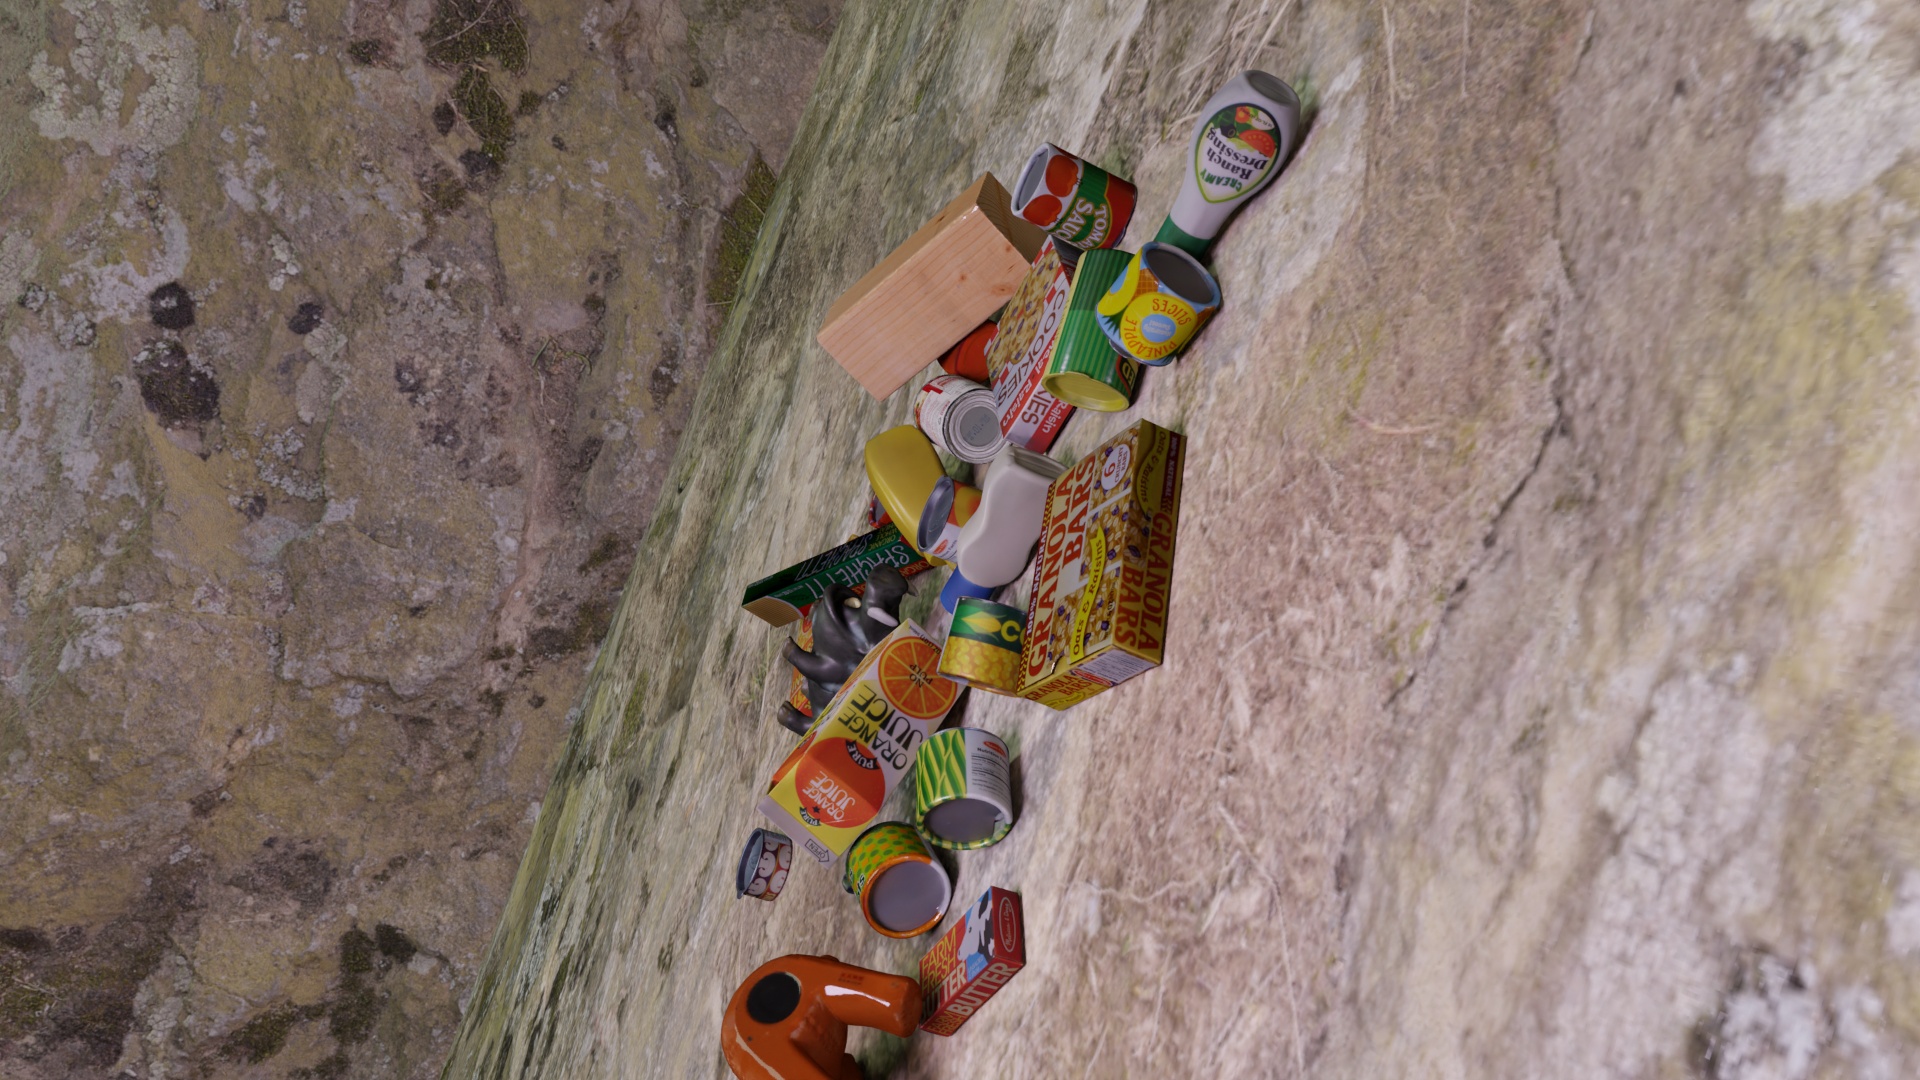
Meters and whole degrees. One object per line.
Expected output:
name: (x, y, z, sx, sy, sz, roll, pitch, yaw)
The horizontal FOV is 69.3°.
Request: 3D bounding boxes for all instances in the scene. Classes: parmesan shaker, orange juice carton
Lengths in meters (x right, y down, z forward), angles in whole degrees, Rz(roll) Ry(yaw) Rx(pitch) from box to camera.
parmesan shaker: (0.105, -0.155, 1.016, 0.071, 0.071, 0.103, -12, 59, 67)
orange juice carton: (-0.076, 0.157, 1.064, 0.194, 0.072, 0.072, -53, 6, -39)

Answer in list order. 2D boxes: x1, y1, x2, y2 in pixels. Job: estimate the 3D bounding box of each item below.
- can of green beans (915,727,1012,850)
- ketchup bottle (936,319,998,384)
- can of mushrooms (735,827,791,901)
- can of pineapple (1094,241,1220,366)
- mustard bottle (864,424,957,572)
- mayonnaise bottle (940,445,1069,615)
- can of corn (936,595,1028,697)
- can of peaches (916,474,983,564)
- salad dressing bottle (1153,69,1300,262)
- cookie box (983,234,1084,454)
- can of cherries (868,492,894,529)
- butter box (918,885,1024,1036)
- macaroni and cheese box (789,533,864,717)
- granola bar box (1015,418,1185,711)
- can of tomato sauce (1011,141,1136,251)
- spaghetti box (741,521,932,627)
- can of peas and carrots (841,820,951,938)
can of green beans: (0.002, 0.172, 0.959, 0.071, 0.071, 0.058, -53, 26, 37)
ketchup bottle: (0.000, -0.192, 1.359, 0.064, 0.043, 0.149, -58, 21, 4)
can of mushrooms: (-0.194, 0.321, 1.366, 0.070, 0.033, 0.071, -51, 26, 39)
can of pineapple: (0.135, -0.161, 0.948, 0.057, 0.071, 0.071, -52, 26, 39)
mustard bottle: (-0.031, -0.027, 1.220, 0.048, 0.065, 0.161, 83, 162, -62)
mayonnaise bottle: (0.029, -0.002, 1.073, 0.041, 0.065, 0.147, -92, 26, -53)
can of corn: (0.023, 0.078, 1.003, 0.071, 0.071, 0.058, -10, 62, 67)
can of peaches: (0.004, -0.014, 1.153, 0.071, 0.058, 0.071, -53, 24, 38)
salad dressing bottle: (0.175, -0.244, 0.944, 0.146, 0.064, 0.044, -62, 1, 43)
cookie box: (0.072, -0.164, 1.154, 0.122, 0.040, 0.168, -58, 21, 27)
can of cherries: (-0.048, -0.032, 1.303, 0.071, 0.058, 0.072, -52, 26, 39)
butter box: (0.006, 0.276, 0.907, 0.103, 0.024, 0.053, -54, 24, 35)
macaroni and cheese box: (-0.126, 0.095, 1.405, 0.123, 0.040, 0.167, -51, 26, 40)
granola bar box: (0.092, 0.017, 0.922, 0.123, 0.039, 0.166, -37, 36, 56)
can of tomato sauce: (0.093, -0.282, 1.152, 0.070, 0.083, 0.071, -53, 25, 38)
spaghetti box: (-0.118, 0.033, 1.336, 0.249, 0.050, 0.029, -22, 45, 42)
can of peas and carrots: (-0.048, 0.247, 1.007, 0.071, 0.071, 0.059, -67, 20, 6)
